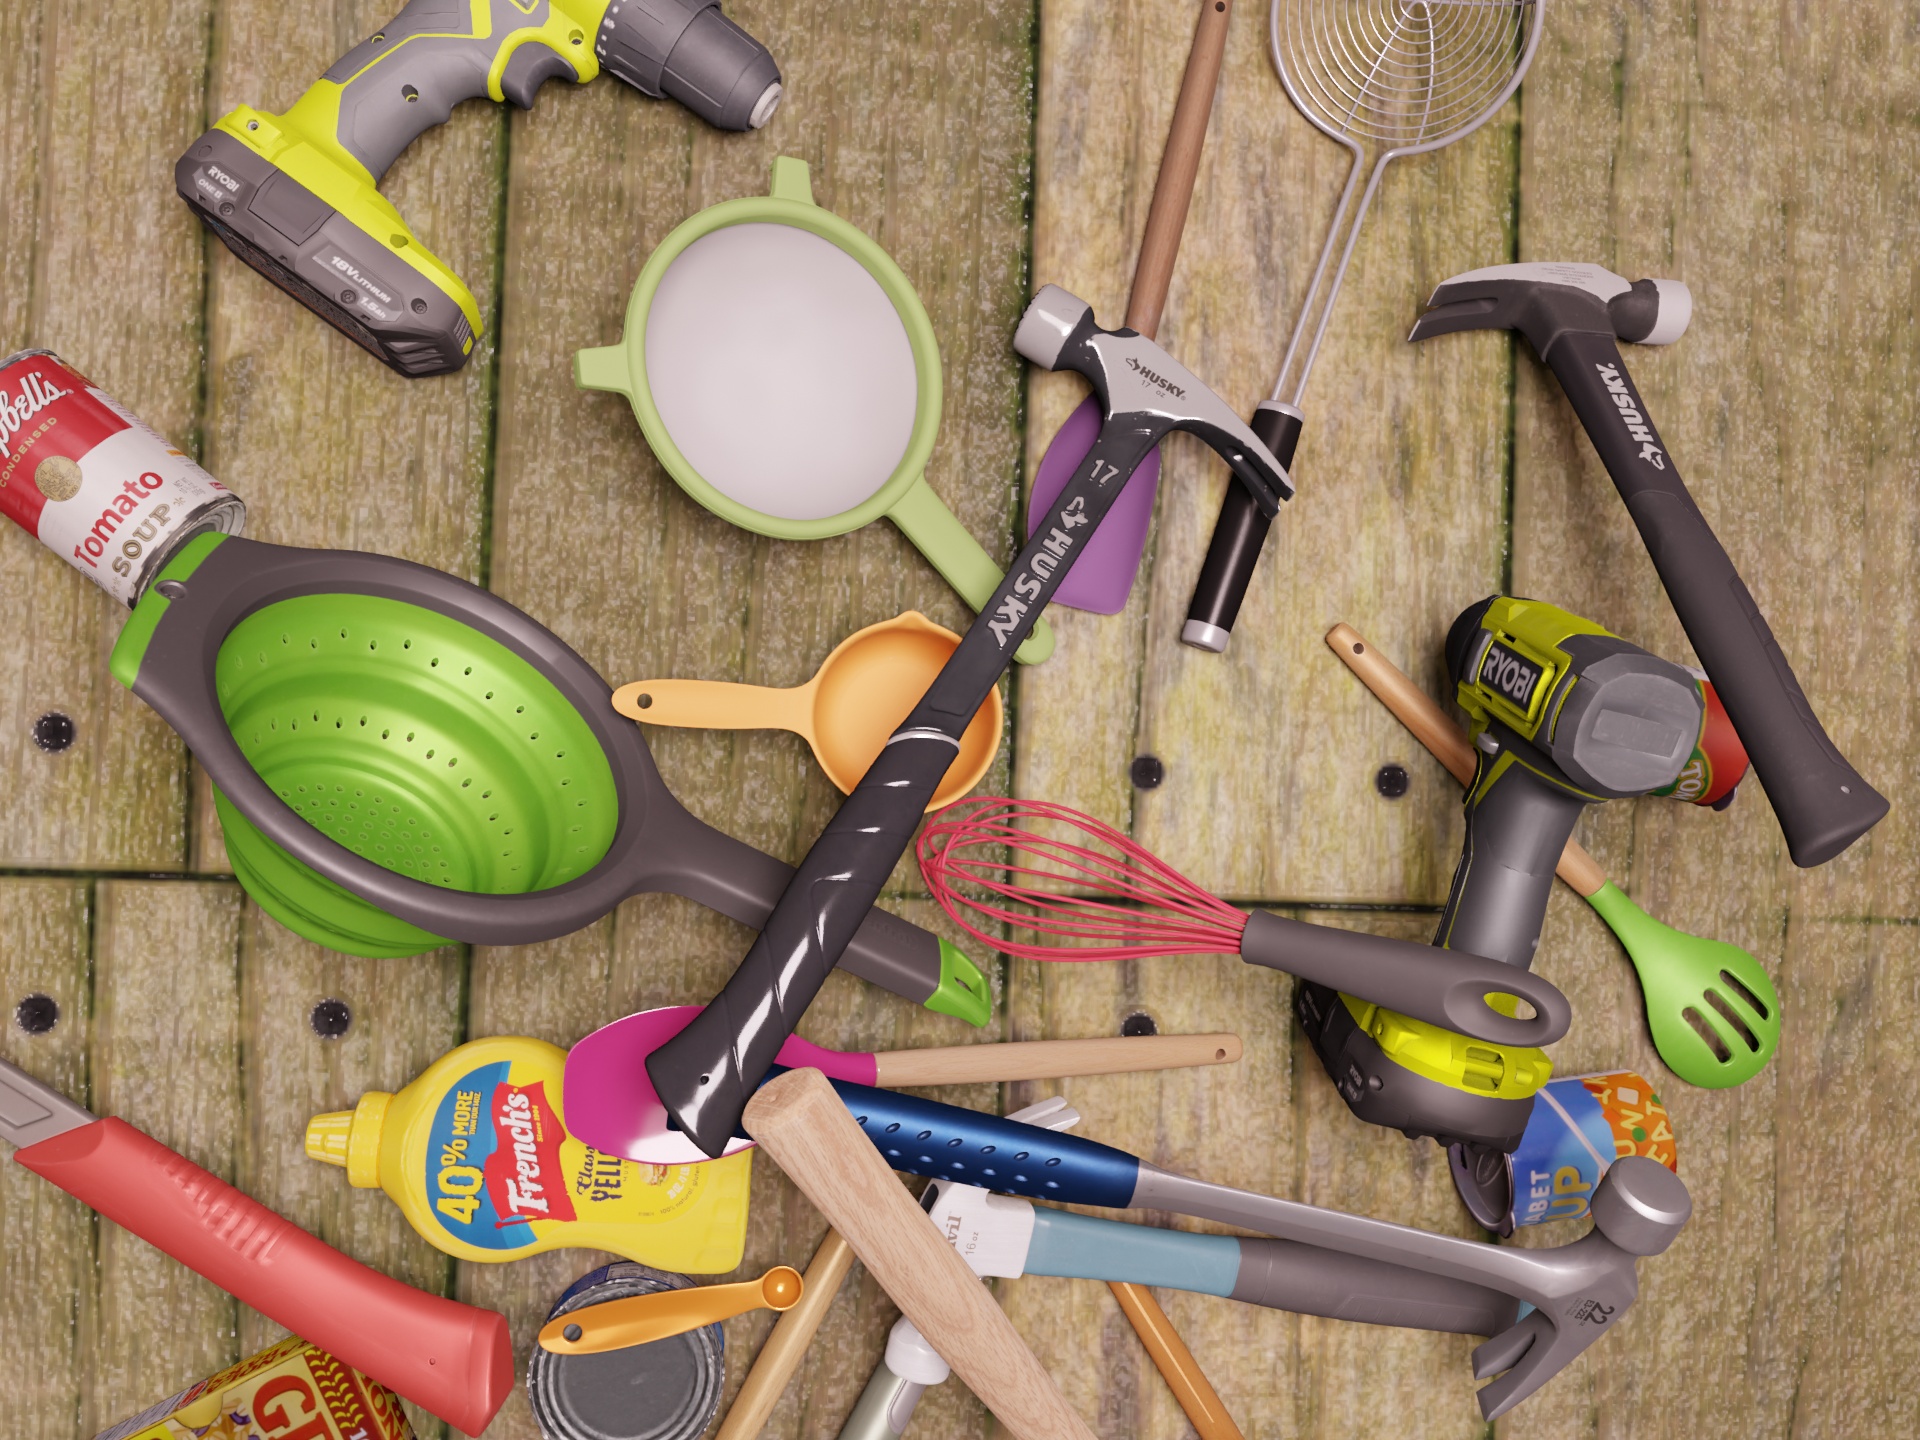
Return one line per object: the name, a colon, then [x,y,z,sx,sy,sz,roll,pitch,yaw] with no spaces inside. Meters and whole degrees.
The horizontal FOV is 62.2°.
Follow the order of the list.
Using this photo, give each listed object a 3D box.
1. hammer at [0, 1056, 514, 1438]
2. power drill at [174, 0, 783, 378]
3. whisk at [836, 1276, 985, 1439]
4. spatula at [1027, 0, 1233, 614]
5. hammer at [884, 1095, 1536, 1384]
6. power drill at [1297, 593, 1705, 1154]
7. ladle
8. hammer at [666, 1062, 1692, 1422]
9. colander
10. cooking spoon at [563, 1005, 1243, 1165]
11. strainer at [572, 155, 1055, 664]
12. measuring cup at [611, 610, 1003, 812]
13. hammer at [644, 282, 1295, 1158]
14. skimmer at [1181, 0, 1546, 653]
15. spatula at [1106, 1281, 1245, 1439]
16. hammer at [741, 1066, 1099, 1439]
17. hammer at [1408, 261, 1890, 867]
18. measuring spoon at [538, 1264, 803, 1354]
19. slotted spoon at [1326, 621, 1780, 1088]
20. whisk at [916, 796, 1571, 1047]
hammer: [-0.351,0.203,0.669,0.359,0.036,0.149,30,84,3]
power drill: [-0.210,-0.270,0.709,0.190,0.080,0.228,36,81,-4]
whisk: [-0.052,0.345,0.721,0.057,0.059,0.246,40,76,-45]
spatula: [0.090,-0.208,0.773,0.059,0.018,0.316,15,87,-6]
hammer: [0.136,0.256,0.736,0.331,0.033,0.128,12,90,-14]
power drill: [0.229,0.058,0.702,0.080,0.171,0.223,14,104,-8]
ladle: [-0.100,0.324,0.718,0.031,0.069,0.315,41,75,-47]
hammer: [0.080,0.200,0.662,0.405,0.035,0.144,13,122,-3]
colander: [-0.169,0.067,0.691,0.396,0.205,0.094,29,119,-21]
cooking spoon: [-0.015,0.155,0.712,0.318,0.017,0.069,1,95,-20]
strainer: [-0.054,-0.116,0.736,0.256,0.069,0.151,47,66,-21]
measuring cup: [-0.069,-0.003,0.729,0.173,0.052,0.095,4,87,-5]
hammer: [-0.001,-0.002,0.673,0.149,0.036,0.409,32,70,2]
skimmer: [0.167,-0.211,0.747,0.127,0.090,0.363,18,87,17]
spatula: [0.149,0.381,0.758,0.081,0.041,0.322,-32,88,-6]
hammer: [0.009,0.264,0.662,0.130,0.031,0.331,-30,117,6]
hammer: [0.308,-0.084,0.697,0.146,0.035,0.335,1,54,-14]
measuring spoon: [-0.126,0.258,0.698,0.117,0.011,0.021,-11,90,-4]
slotted spoon: [0.294,0.066,0.786,0.314,0.031,0.070,45,84,-2]
whisk: [0.106,0.087,0.675,0.296,0.073,0.073,12,86,31]
